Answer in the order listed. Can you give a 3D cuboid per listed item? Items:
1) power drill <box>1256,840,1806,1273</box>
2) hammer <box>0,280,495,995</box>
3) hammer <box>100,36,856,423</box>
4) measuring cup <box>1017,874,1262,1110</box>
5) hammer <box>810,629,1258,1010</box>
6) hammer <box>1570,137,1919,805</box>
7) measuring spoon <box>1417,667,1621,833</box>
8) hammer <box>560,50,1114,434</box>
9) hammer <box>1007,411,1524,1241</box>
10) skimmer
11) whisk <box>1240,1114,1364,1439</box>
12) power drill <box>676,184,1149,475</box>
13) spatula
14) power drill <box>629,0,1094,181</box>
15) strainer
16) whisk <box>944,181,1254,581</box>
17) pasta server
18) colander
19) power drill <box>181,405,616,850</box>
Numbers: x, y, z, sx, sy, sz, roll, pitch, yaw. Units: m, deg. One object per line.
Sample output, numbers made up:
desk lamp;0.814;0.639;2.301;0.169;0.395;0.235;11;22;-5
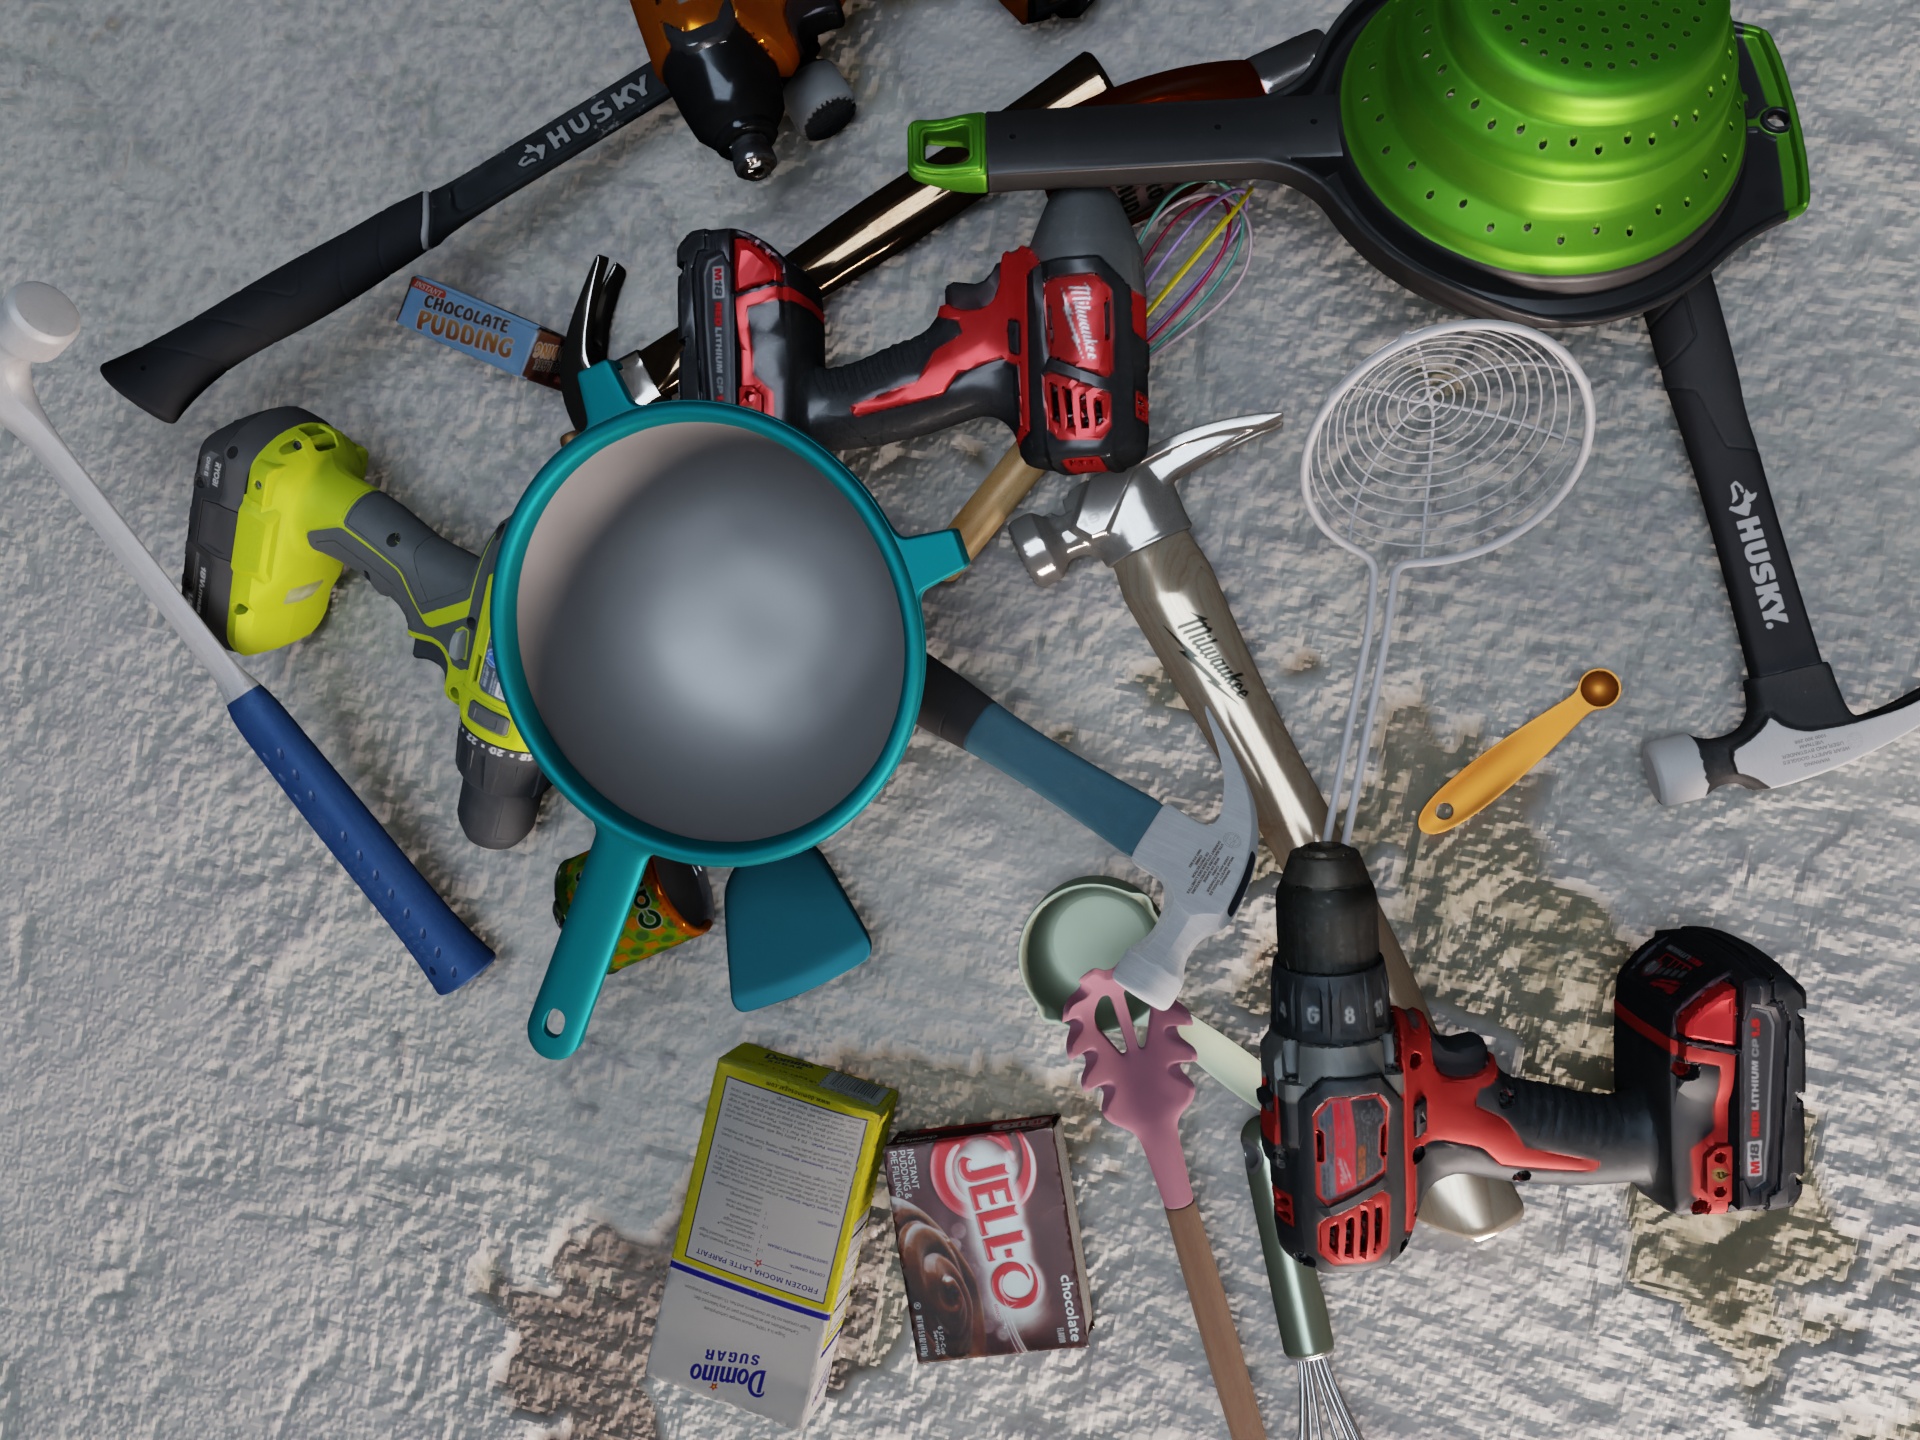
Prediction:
power drill;0.242;0.140;0.701;0.226;0.080;0.188;-5;99;-3
hammer;-0.387;-0.021;0.839;0.144;0.035;0.405;-25;105;34
hammer;-0.264;-0.277;0.832;0.409;0.036;0.149;-31;81;-2
measuring cup;0.104;0.142;0.796;0.167;0.038;0.083;38;102;1
hammer;-0.001;-0.002;0.779;0.331;0.033;0.128;32;84;24
hammer;0.355;-0.138;0.736;0.146;0.035;0.335;-15;87;13
measuring spoon;0.269;0.016;0.770;0.117;0.011;0.021;-42;82;13
hammer;-0.068;-0.244;0.832;0.331;0.031;0.130;-30;84;11
hammer;0.176;0.053;0.777;0.146;0.038;0.411;-27;85;10
skimmer;0.189;0.008;0.710;0.127;0.090;0.363;10;93;-11
whisk;0.173;0.316;0.778;0.059;0.058;0.246;-9;84;-22
power drill;-0.019;-0.187;0.761;0.220;0.078;0.143;-1;91;14
spatula;-0.142;-0.007;0.835;0.082;0.044;0.317;-25;91;12
power drill;-0.048;-0.366;0.779;0.226;0.084;0.164;-20;79;2
strainer;-0.130;0.011;0.769;0.211;0.095;0.340;27;110;9
whisk;0.062;-0.168;0.793;0.051;0.047;0.245;31;106;-33
pasta server;0.114;0.262;0.770;0.060;0.040;0.316;-16;96;3
colander;0.173;-0.275;0.679;0.397;0.094;0.205;-2;70;2
power drill;-0.297;-0.051;0.850;0.228;0.080;0.190;27;116;13
